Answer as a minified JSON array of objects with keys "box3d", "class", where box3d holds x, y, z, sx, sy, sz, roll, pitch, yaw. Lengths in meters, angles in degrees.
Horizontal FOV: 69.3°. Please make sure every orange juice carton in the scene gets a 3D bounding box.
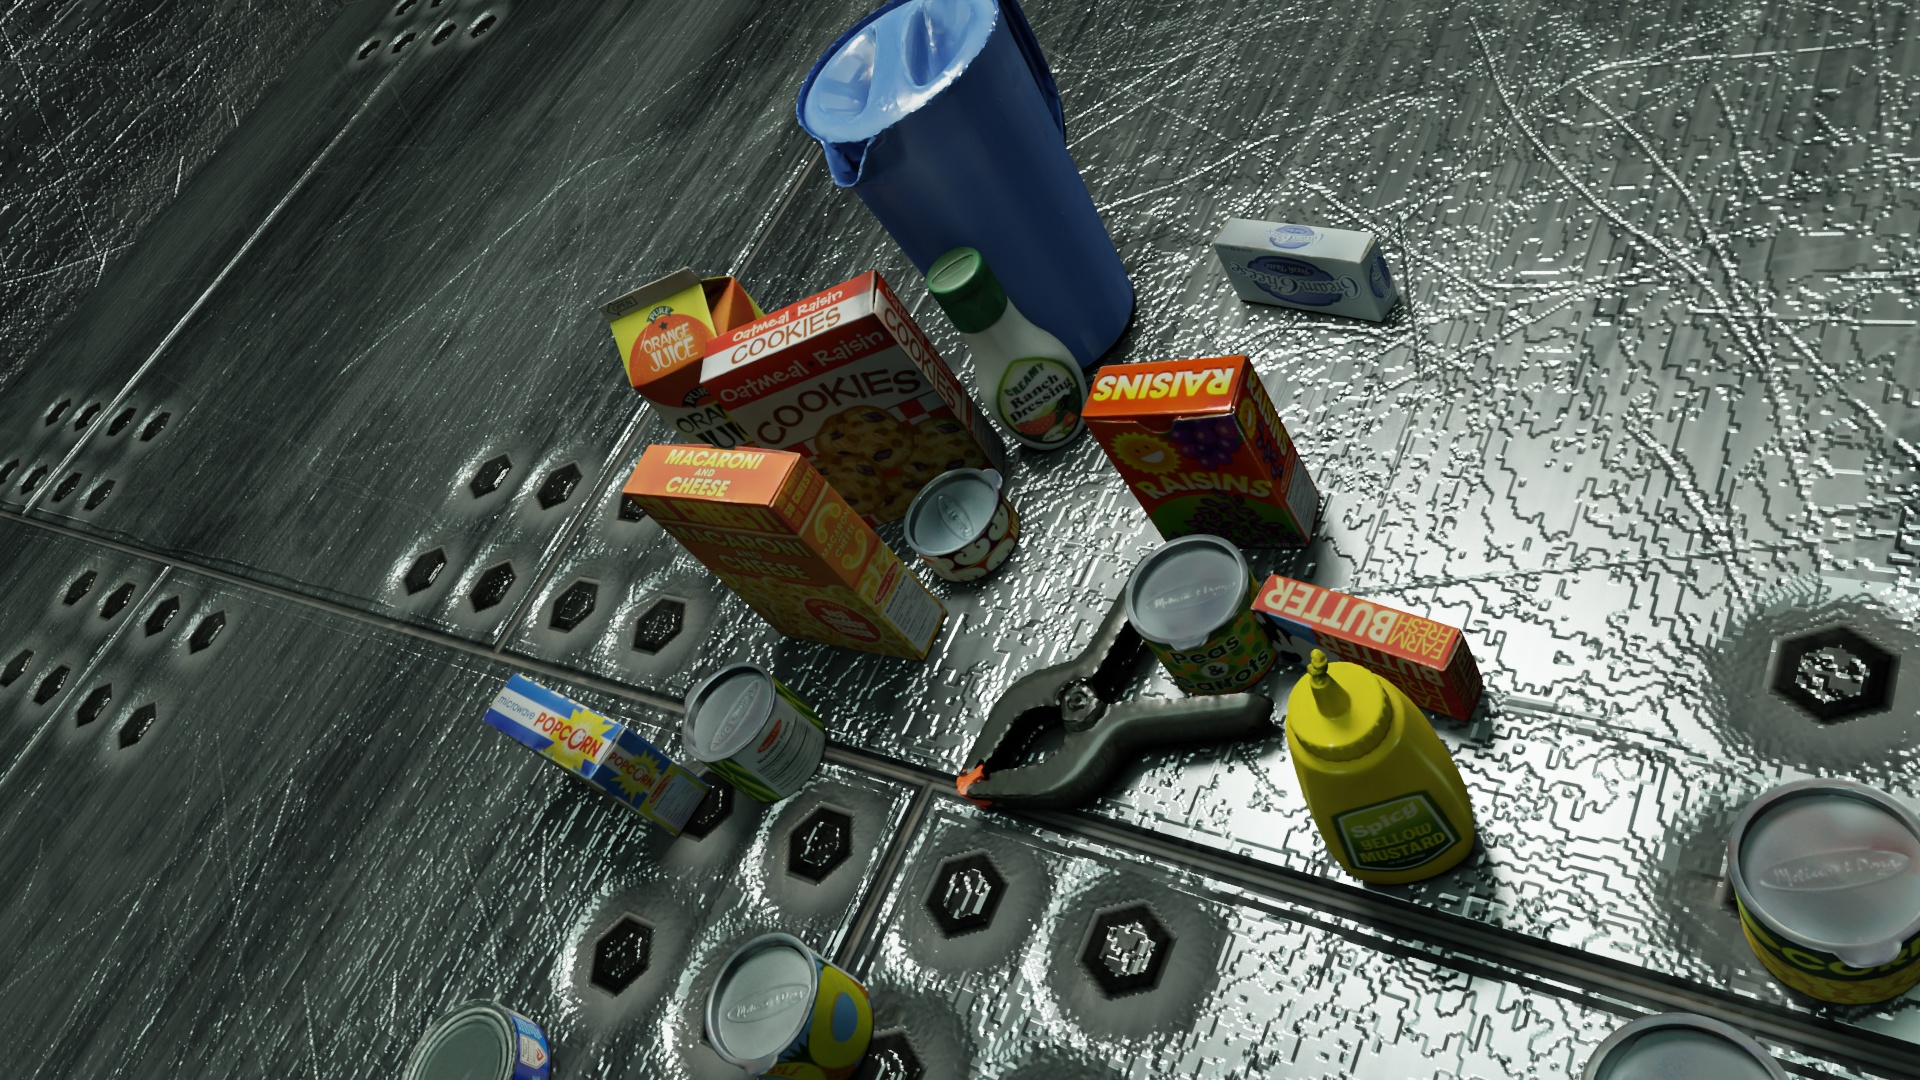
[{"box3d":[-0.155,-0.106,0.935,0.071,0.192,0.073,-20,47,21],"class":"orange juice carton"}]

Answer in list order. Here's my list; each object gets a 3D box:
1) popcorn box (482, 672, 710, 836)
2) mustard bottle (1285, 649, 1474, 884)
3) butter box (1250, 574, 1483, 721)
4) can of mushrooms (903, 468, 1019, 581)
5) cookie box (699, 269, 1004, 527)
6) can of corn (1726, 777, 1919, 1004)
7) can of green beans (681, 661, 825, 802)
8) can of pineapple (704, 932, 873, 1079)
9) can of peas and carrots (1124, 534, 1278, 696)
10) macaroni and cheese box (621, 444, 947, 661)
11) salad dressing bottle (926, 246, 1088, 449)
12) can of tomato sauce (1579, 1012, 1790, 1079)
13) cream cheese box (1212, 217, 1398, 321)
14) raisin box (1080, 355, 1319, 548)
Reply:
[{"box3d":[-0.229,0.132,0.868,0.127,0.085,0.038,15,65,41],"class":"popcorn box"},{"box3d":[0.168,0.092,0.578,0.065,0.159,0.049,-22,46,18],"class":"mustard bottle"},{"box3d":[0.196,0.051,0.671,0.103,0.053,0.024,18,67,42],"class":"butter box"},{"box3d":[0.003,-0.011,0.866,0.071,0.033,0.071,-18,47,21],"class":"can of mushrooms"},{"box3d":[-0.064,-0.081,0.872,0.123,0.167,0.040,-19,47,21],"class":"cookie box"},{"box3d":[0.324,0.133,0.513,0.071,0.058,0.071,-18,47,21],"class":"can of corn"},{"box3d":[-0.123,0.115,0.831,0.071,0.057,0.071,-18,47,21],"class":"can of green beans"},{"box3d":[-0.086,0.242,0.701,0.071,0.057,0.071,-18,47,21],"class":"can of pineapple"},{"box3d":[0.127,0.042,0.721,0.071,0.058,0.071,-18,47,21],"class":"can of peas and carrots"},{"box3d":[-0.102,0.007,0.826,0.123,0.166,0.040,6,60,37],"class":"macaroni and cheese box"},{"box3d":[0.029,-0.116,0.852,0.064,0.147,0.044,-33,44,7],"class":"salad dressing bottle"},{"box3d":[0.254,0.211,0.478,0.071,0.083,0.071,-18,47,21],"class":"can of tomato sauce"},{"box3d":[0.208,-0.164,0.839,0.104,0.053,0.024,19,68,42],"class":"cream cheese box"},{"box3d":[0.130,-0.044,0.742,0.086,0.123,0.040,1,57,35],"class":"raisin box"}]
